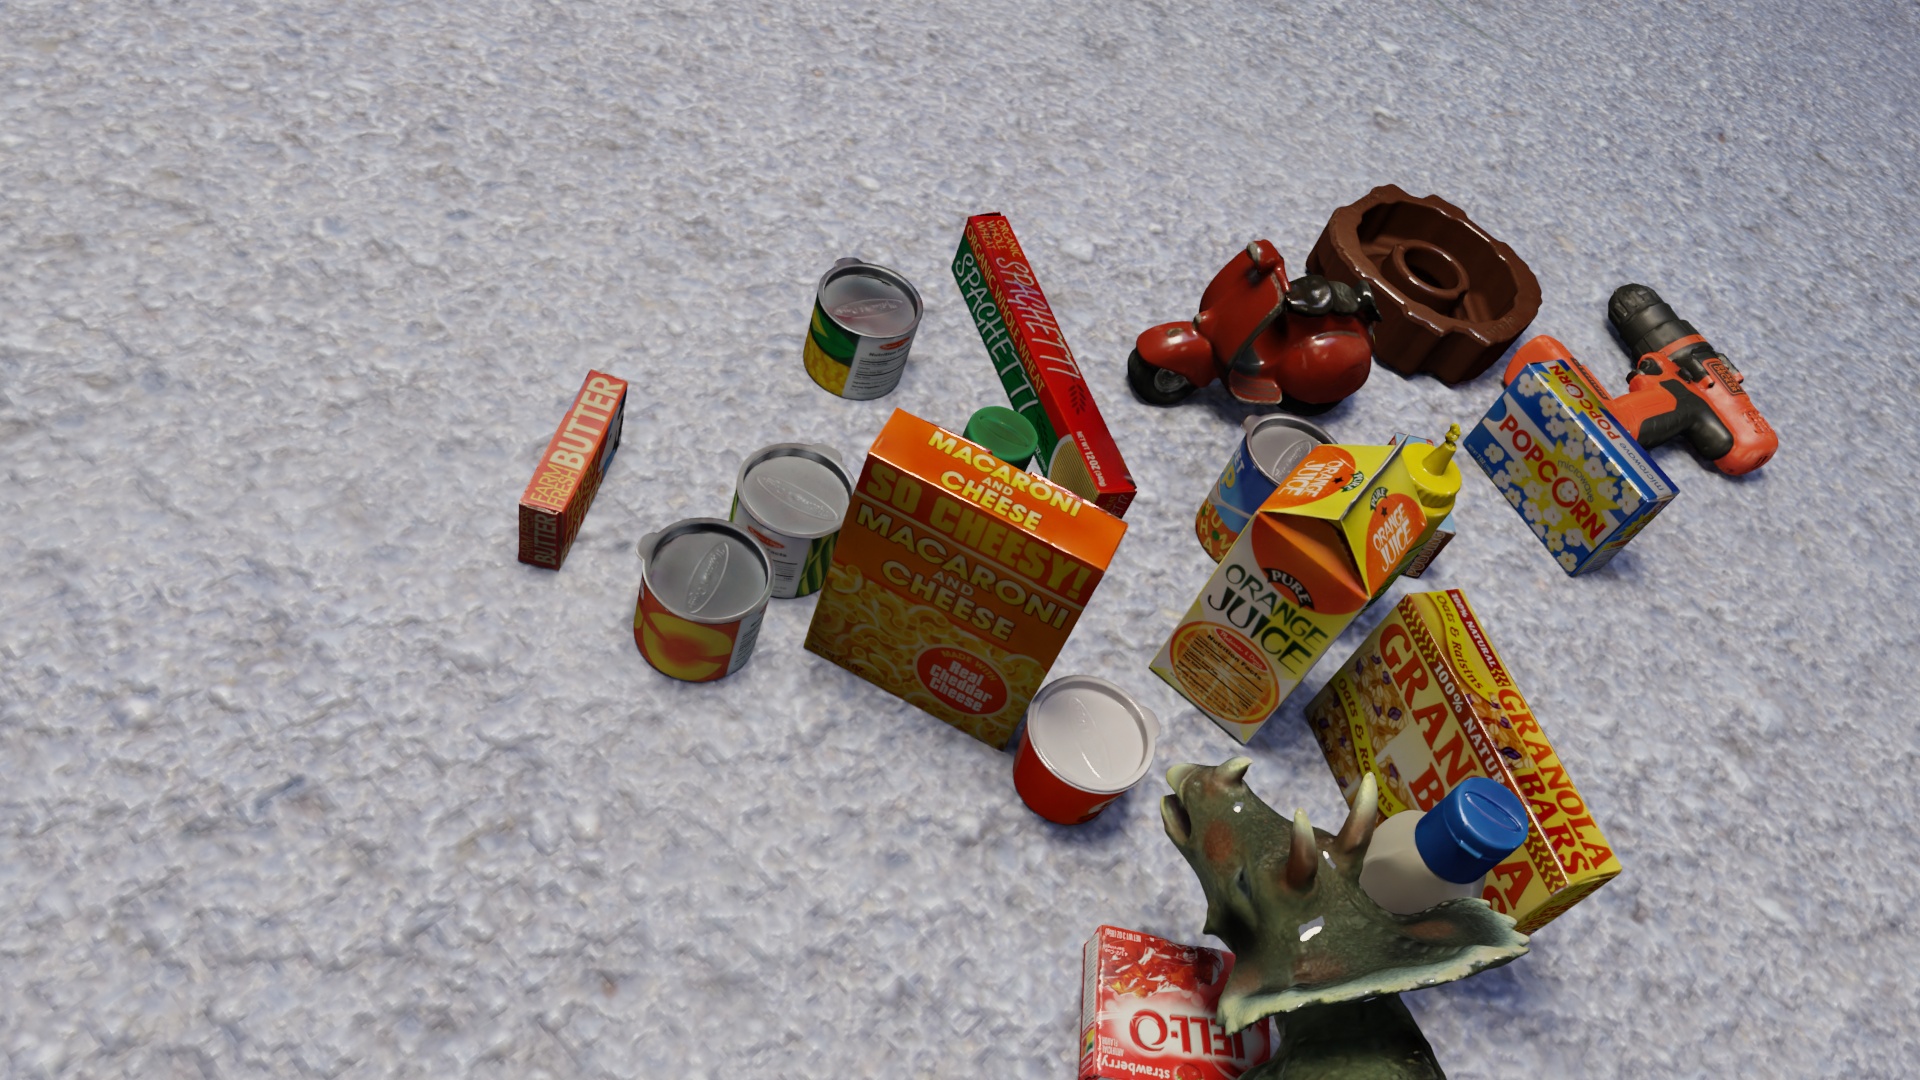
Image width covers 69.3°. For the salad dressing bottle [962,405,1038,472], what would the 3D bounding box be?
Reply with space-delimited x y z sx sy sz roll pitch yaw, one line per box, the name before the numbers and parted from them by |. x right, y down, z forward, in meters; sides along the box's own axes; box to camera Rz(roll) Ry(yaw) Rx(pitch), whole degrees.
salad dressing bottle | 0.003 -0.009 0.737 0.064 0.146 0.044 32 49 7

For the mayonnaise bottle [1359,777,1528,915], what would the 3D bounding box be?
mayonnaise bottle | 0.218 0.164 0.672 0.065 0.147 0.041 35 50 10

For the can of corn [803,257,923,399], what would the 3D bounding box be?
can of corn | -0.063 -0.133 0.873 0.071 0.058 0.071 10 50 -12

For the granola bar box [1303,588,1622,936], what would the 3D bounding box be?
granola bar box | 0.257 0.127 0.731 0.039 0.123 0.166 -4 54 -22

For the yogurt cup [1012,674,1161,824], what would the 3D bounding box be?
yogurt cup | 0.060 0.112 0.722 0.072 0.053 0.073 10 50 -12

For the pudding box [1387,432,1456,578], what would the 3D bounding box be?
pudding box | 0.295 -0.024 0.915 0.030 0.049 0.084 12 50 -10

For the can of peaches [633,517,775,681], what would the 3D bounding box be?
can of peaches | -0.135 0.030 0.717 0.071 0.057 0.071 10 50 -12

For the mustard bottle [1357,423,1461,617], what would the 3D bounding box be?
mustard bottle | 0.251 -0.011 0.816 0.065 0.159 0.049 -27 65 -34

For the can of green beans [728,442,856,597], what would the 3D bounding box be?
can of green beans | -0.094 -0.011 0.764 0.071 0.057 0.071 10 50 -12

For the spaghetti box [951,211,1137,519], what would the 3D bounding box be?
spaghetti box | 0.049 -0.112 0.901 0.029 0.049 0.251 -6 55 -23

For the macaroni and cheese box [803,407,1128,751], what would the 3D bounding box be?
macaroni and cheese box | -0.003 0.024 0.696 0.124 0.165 0.040 27 49 3

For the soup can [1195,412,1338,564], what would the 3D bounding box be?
soup can | 0.189 -0.029 0.860 0.071 0.083 0.072 10 50 -12

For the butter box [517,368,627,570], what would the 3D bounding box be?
butter box | -0.209 -0.039 0.750 0.024 0.052 0.104 18 49 -5

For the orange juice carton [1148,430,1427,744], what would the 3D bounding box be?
orange juice carton | 0.180 0.021 0.745 0.073 0.191 0.072 39 51 13

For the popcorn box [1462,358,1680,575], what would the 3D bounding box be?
popcorn box | 0.417 -0.051 0.955 0.038 0.084 0.127 -13 58 -27
